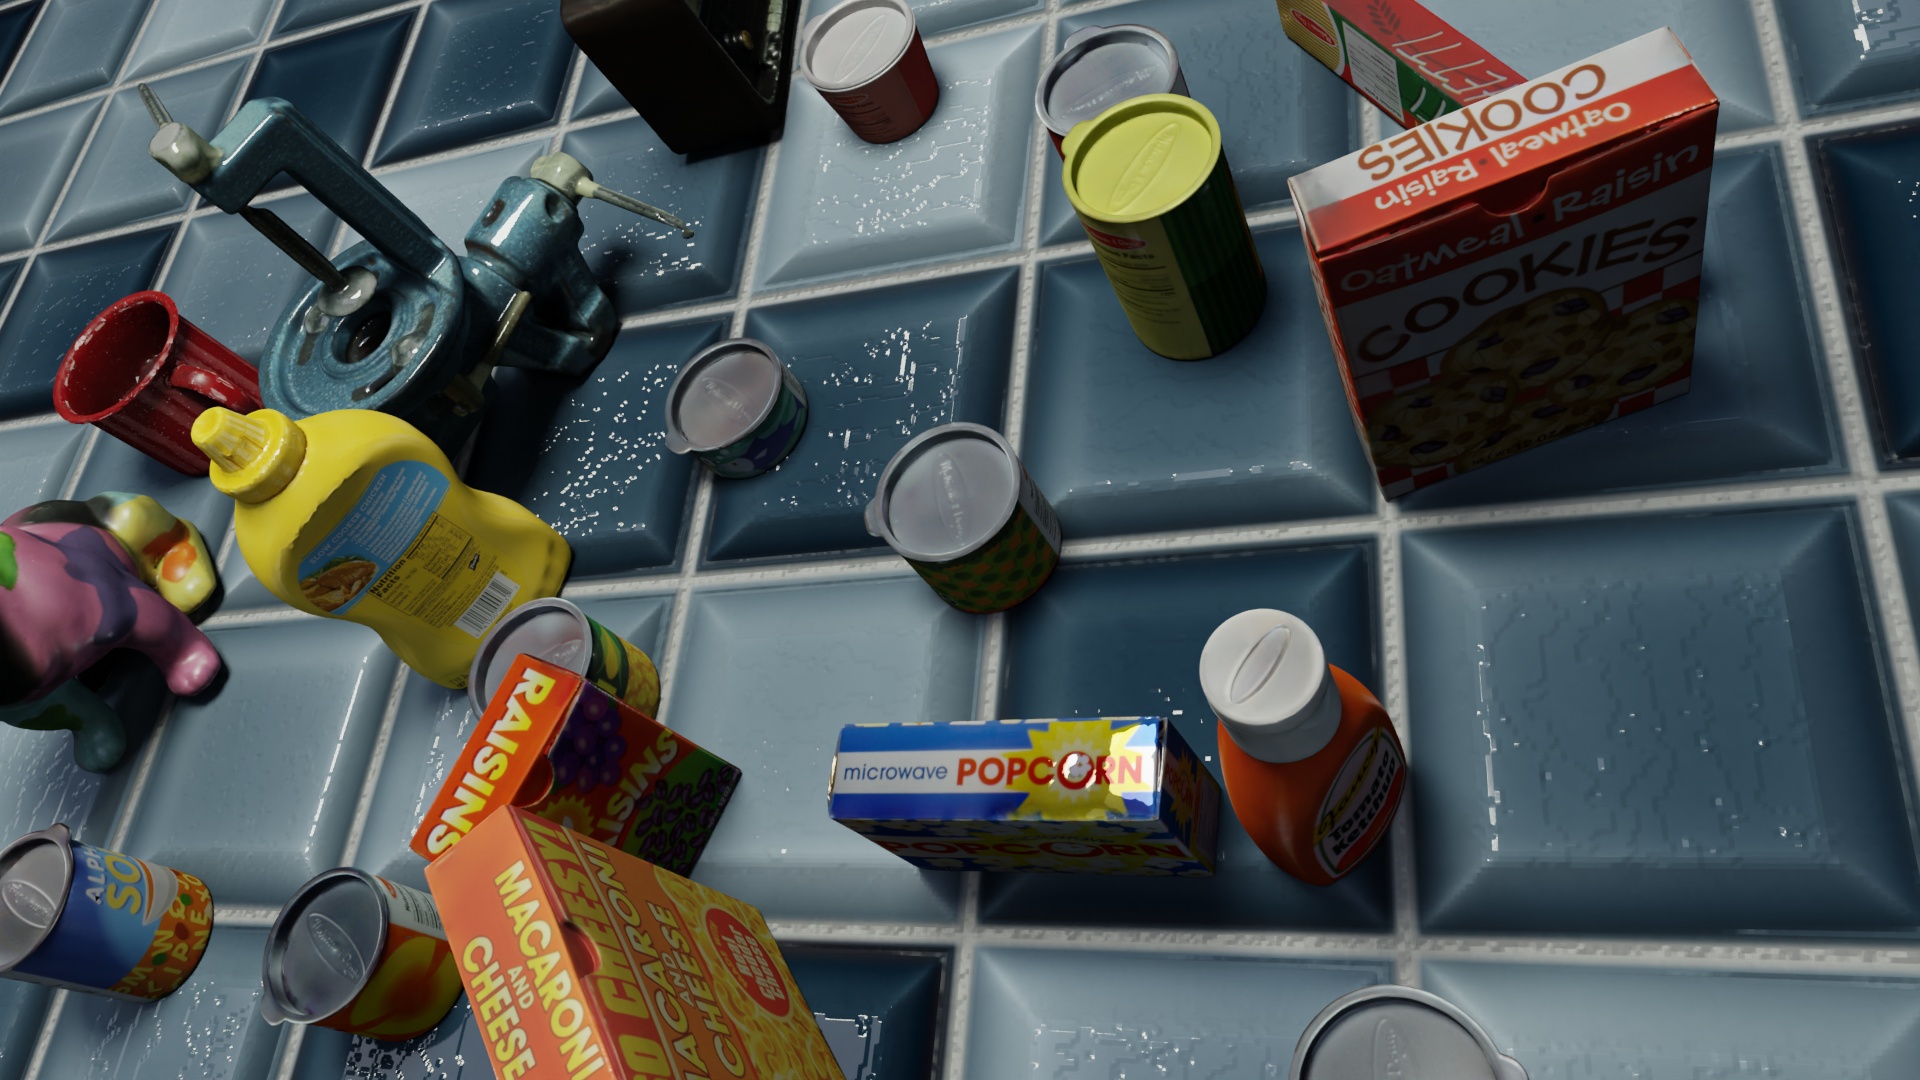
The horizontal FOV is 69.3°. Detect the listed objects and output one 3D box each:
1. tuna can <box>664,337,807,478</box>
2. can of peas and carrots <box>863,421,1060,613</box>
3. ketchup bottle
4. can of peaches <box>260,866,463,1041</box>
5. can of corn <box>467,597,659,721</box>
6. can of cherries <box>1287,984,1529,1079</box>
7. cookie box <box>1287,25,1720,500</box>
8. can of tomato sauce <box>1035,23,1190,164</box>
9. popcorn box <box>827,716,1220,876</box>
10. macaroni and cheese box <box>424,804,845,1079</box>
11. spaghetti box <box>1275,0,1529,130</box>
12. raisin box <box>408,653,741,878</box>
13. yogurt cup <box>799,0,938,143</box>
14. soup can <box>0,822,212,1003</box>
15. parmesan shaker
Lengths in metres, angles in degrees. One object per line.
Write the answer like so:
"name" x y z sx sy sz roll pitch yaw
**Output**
"tuna can" -0.114 -0.065 0.703 0.071 0.032 0.071 -11 60 19
"can of peas and carrots" 0.002 -0.008 0.604 0.071 0.058 0.071 -11 60 19
"ketchup bottle" 0.112 0.067 0.459 0.043 0.148 0.065 30 79 33
"can of peaches" -0.264 0.187 0.618 0.071 0.058 0.071 -11 60 19
"can of corn" -0.182 0.070 0.644 0.071 0.058 0.071 -11 60 19
"can of cherries" 0.144 0.180 0.439 0.071 0.058 0.072 -11 60 19
"cookie box" 0.194 -0.087 0.494 0.123 0.167 0.040 -21 57 13
"can of tomato sauce" 0.079 -0.189 0.653 0.071 0.083 0.071 -11 60 19
"popcorn box" 0.025 0.097 0.520 0.126 0.085 0.038 -4 62 22
"macaroni and cheese box" -0.101 0.170 0.488 0.040 0.166 0.124 -39 55 1
"spaghetti box" 0.222 -0.190 0.609 0.028 0.050 0.251 -36 55 3
"raisin box" -0.152 0.109 0.570 0.040 0.123 0.086 17 72 31
"yogurt cup" -0.047 -0.257 0.763 0.072 0.053 0.073 -11 60 19
"soup can" -0.420 0.182 0.675 0.071 0.083 0.071 -11 60 19
"parmesan shaker" 0.090 -0.135 0.606 0.071 0.103 0.071 -11 60 19
